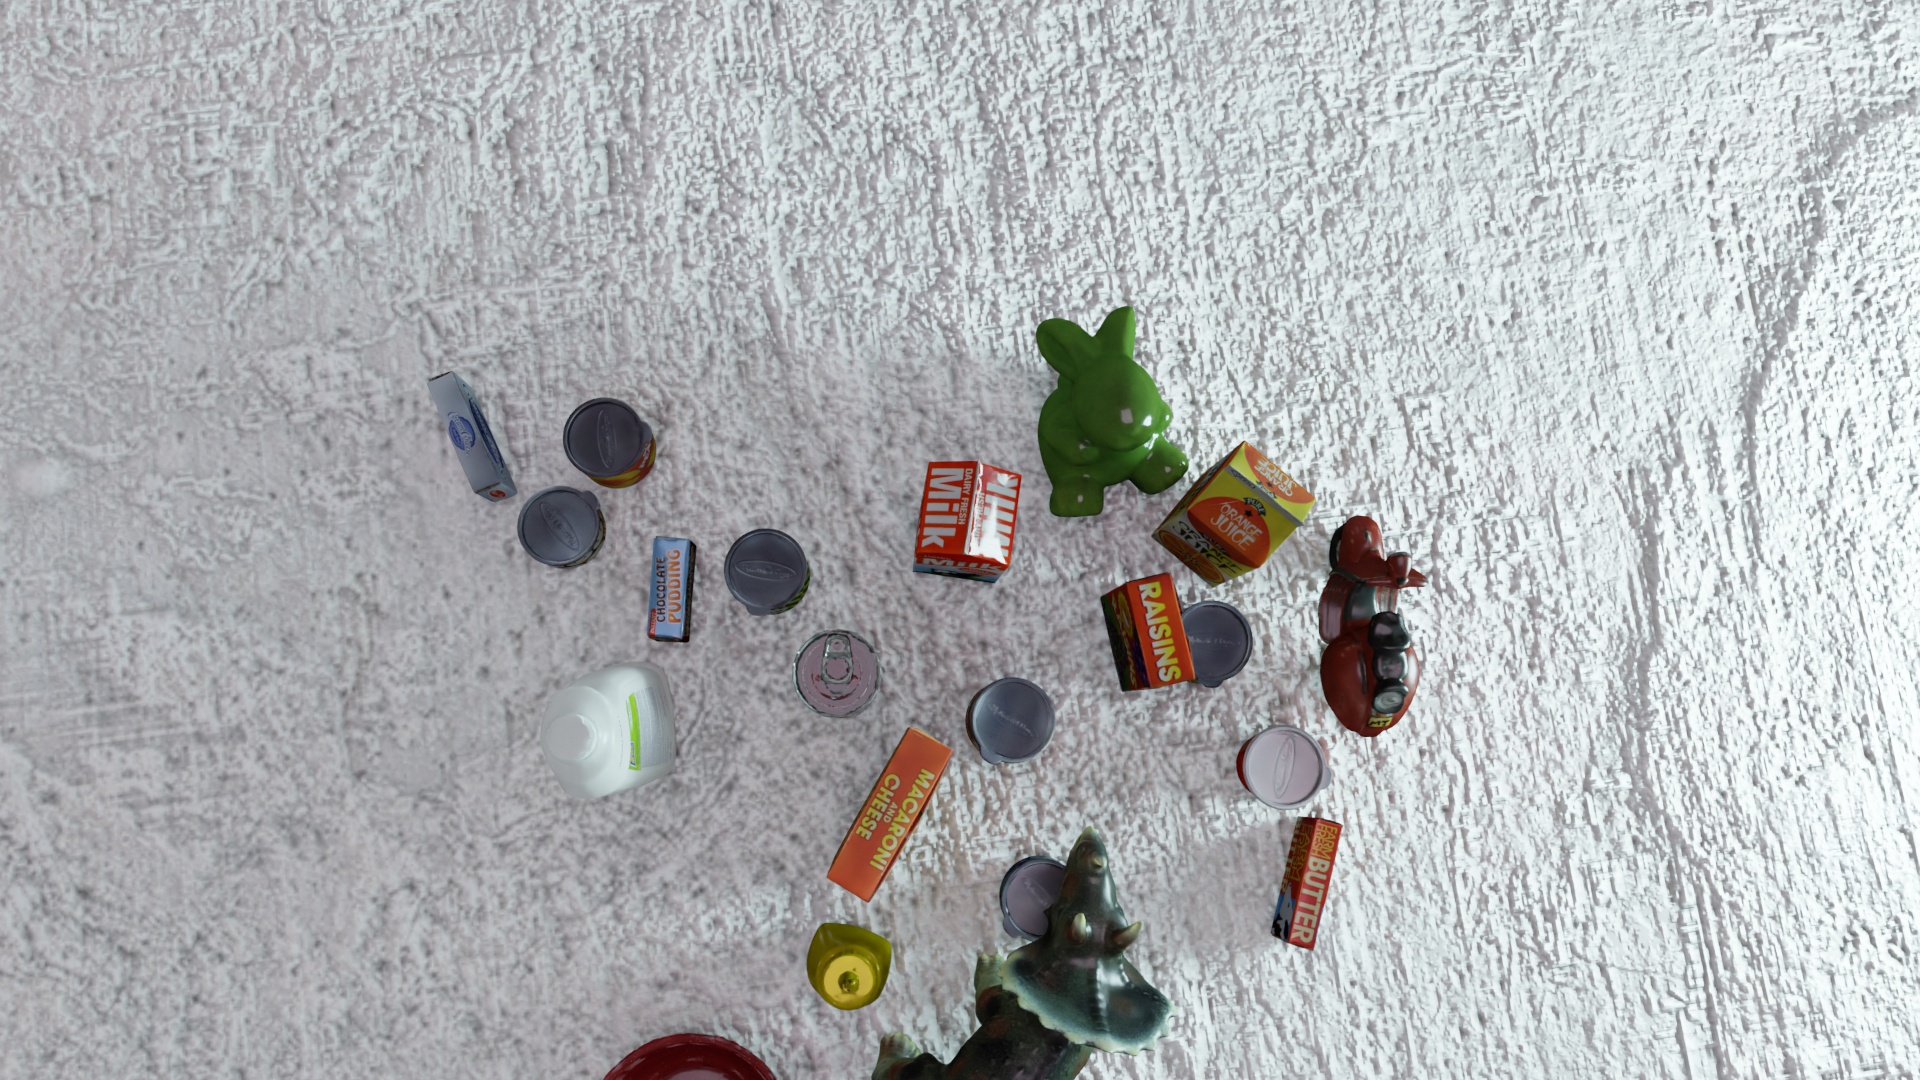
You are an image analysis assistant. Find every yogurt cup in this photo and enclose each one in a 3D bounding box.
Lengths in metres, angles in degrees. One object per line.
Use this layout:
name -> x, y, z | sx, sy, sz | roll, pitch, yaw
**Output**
yogurt cup -> 0.259, 0.185, 1.138 | 0.072, 0.054, 0.072 | 0, 82, -3

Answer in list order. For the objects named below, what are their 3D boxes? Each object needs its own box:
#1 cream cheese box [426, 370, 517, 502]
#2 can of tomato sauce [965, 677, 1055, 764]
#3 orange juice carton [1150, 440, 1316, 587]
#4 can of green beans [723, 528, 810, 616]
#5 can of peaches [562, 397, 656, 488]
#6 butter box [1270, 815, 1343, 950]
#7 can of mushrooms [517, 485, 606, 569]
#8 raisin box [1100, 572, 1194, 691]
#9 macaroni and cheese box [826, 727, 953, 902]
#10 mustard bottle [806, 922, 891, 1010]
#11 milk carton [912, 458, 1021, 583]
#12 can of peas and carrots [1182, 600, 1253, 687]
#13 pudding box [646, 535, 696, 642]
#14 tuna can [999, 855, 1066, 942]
cream cheese box -> -0.400, -0.084, 1.139 | 0.024, 0.053, 0.104 | -25, 84, -6
can of tomato sauce -> 0.038, 0.147, 1.116 | 0.071, 0.083, 0.071 | 0, 82, -3
orange juice carton -> 0.216, -0.020, 1.096 | 0.072, 0.192, 0.073 | 40, 82, 3
can of green beans -> -0.157, 0.027, 1.135 | 0.071, 0.057, 0.071 | 0, 82, -3
can of peaches -> -0.285, -0.079, 1.143 | 0.071, 0.058, 0.071 | 0, 82, -3
butter box -> 0.280, 0.276, 1.126 | 0.024, 0.053, 0.103 | 16, 81, -1
can of mushrooms -> -0.325, -0.012, 1.143 | 0.071, 0.033, 0.071 | 0, 82, -3
raisin box -> 0.149, 0.076, 1.113 | 0.040, 0.123, 0.086 | -11, 83, -5
macaroni and cheese box -> -0.053, 0.204, 1.060 | 0.040, 0.166, 0.124 | 29, 81, 1
mustard bottle -> -0.085, 0.322, 1.044 | 0.065, 0.160, 0.049 | 15, 82, -1
milk carton -> 0.004, -0.014, 1.083 | 0.073, 0.190, 0.072 | 8, 82, -2
can of peas and carrots -> 0.202, 0.087, 1.147 | 0.071, 0.058, 0.071 | 0, 82, -3
pudding box -> -0.235, 0.040, 1.133 | 0.030, 0.049, 0.084 | 3, 82, -3
tuna can -> 0.063, 0.291, 1.122 | 0.071, 0.033, 0.071 | 0, 82, -3
